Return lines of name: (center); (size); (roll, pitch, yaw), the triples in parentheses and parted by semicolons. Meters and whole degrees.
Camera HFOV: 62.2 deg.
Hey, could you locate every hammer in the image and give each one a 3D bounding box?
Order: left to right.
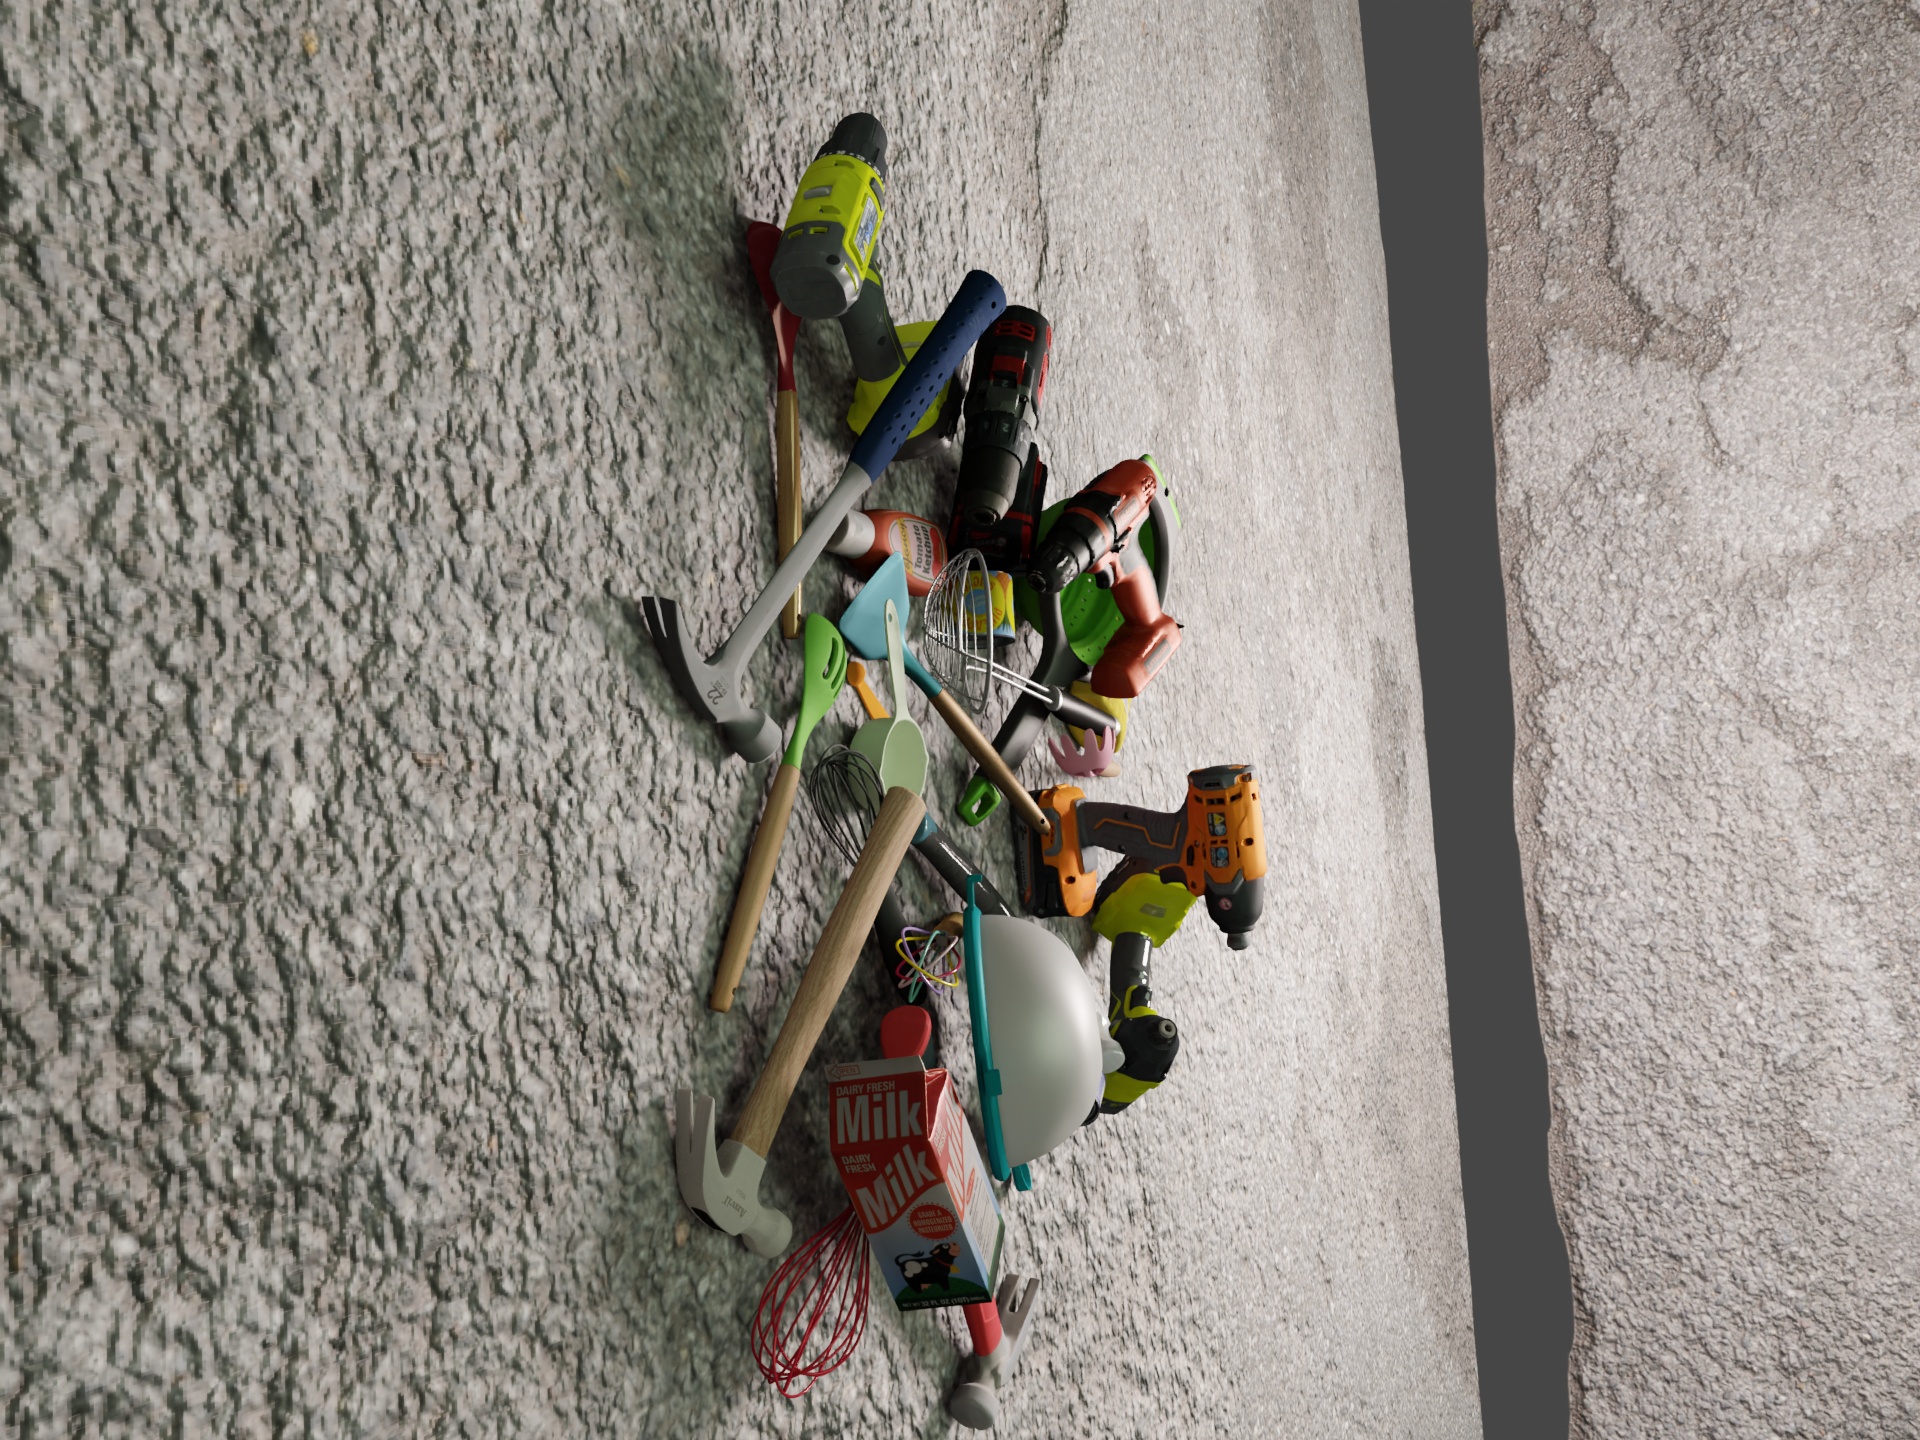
hammer: (-0.100, 0.187, 1.091); (0.129, 0.031, 0.331); (53, 51, -42)
hammer: (-0.079, -0.171, 1.128); (0.406, 0.035, 0.143); (-59, 136, -22)
hammer: (0.000, 0.365, 1.227); (0.143, 0.038, 0.386); (-58, 143, -52)
hammer: (0.039, 0.173, 1.360); (0.330, 0.033, 0.128); (50, 10, -36)

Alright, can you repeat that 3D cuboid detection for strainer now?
strainer: (0.068, 0.287, 1.277); (0.340, 0.095, 0.211); (79, 4, -46)

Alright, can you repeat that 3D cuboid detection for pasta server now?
pasta server: (0.133, 0.037, 1.526); (0.316, 0.060, 0.040); (16, 63, -79)

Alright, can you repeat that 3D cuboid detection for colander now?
colander: (0.072, -0.077, 1.478); (0.397, 0.094, 0.204); (-59, 140, -23)

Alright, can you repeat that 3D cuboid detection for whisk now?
whisk: (-0.076, 0.358, 1.133); (0.296, 0.073, 0.073); (-57, 133, -59)
whisk: (-0.064, 0.123, 1.215); (0.055, 0.055, 0.238); (-55, 136, -51)
whisk: (-0.014, 0.175, 1.220); (0.245, 0.047, 0.051); (-4, 99, -84)

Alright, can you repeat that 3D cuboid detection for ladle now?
ladle: (-0.130, -0.217, 1.178); (0.069, 0.031, 0.315); (6, 81, -63)

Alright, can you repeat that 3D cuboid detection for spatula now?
spatula: (-0.002, -0.004, 1.319); (0.082, 0.044, 0.317); (-53, 126, -21)

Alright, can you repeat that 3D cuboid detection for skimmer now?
skimmer: (0.074, -0.039, 1.330); (0.363, 0.090, 0.127); (24, 56, -56)

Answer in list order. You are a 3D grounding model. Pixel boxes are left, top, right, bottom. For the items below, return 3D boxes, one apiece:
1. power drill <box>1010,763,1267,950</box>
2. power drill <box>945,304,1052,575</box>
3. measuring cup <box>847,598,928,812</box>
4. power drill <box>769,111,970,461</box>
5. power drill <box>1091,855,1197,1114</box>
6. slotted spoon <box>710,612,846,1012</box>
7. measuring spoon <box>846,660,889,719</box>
power drill: (0.167, 0.129, 1.443); (0.084, 0.226, 0.164); (-8, 92, -62)
power drill: (0.030, -0.203, 1.308); (0.226, 0.080, 0.188); (93, 7, -65)
measuring cup: (-0.062, -0.010, 1.233); (0.083, 0.038, 0.167); (-17, 104, -64)
power drill: (-0.065, -0.331, 1.227); (0.228, 0.080, 0.191); (63, 31, -50)
power drill: (0.172, 0.246, 1.518); (0.171, 0.080, 0.223); (119, -16, -55)
slotted spoon: (-0.126, 0.058, 1.125); (0.070, 0.031, 0.314); (69, 30, -56)
measuring spoon: (-0.061, -0.003, 1.274); (0.116, 0.011, 0.021); (61, 36, -36)
